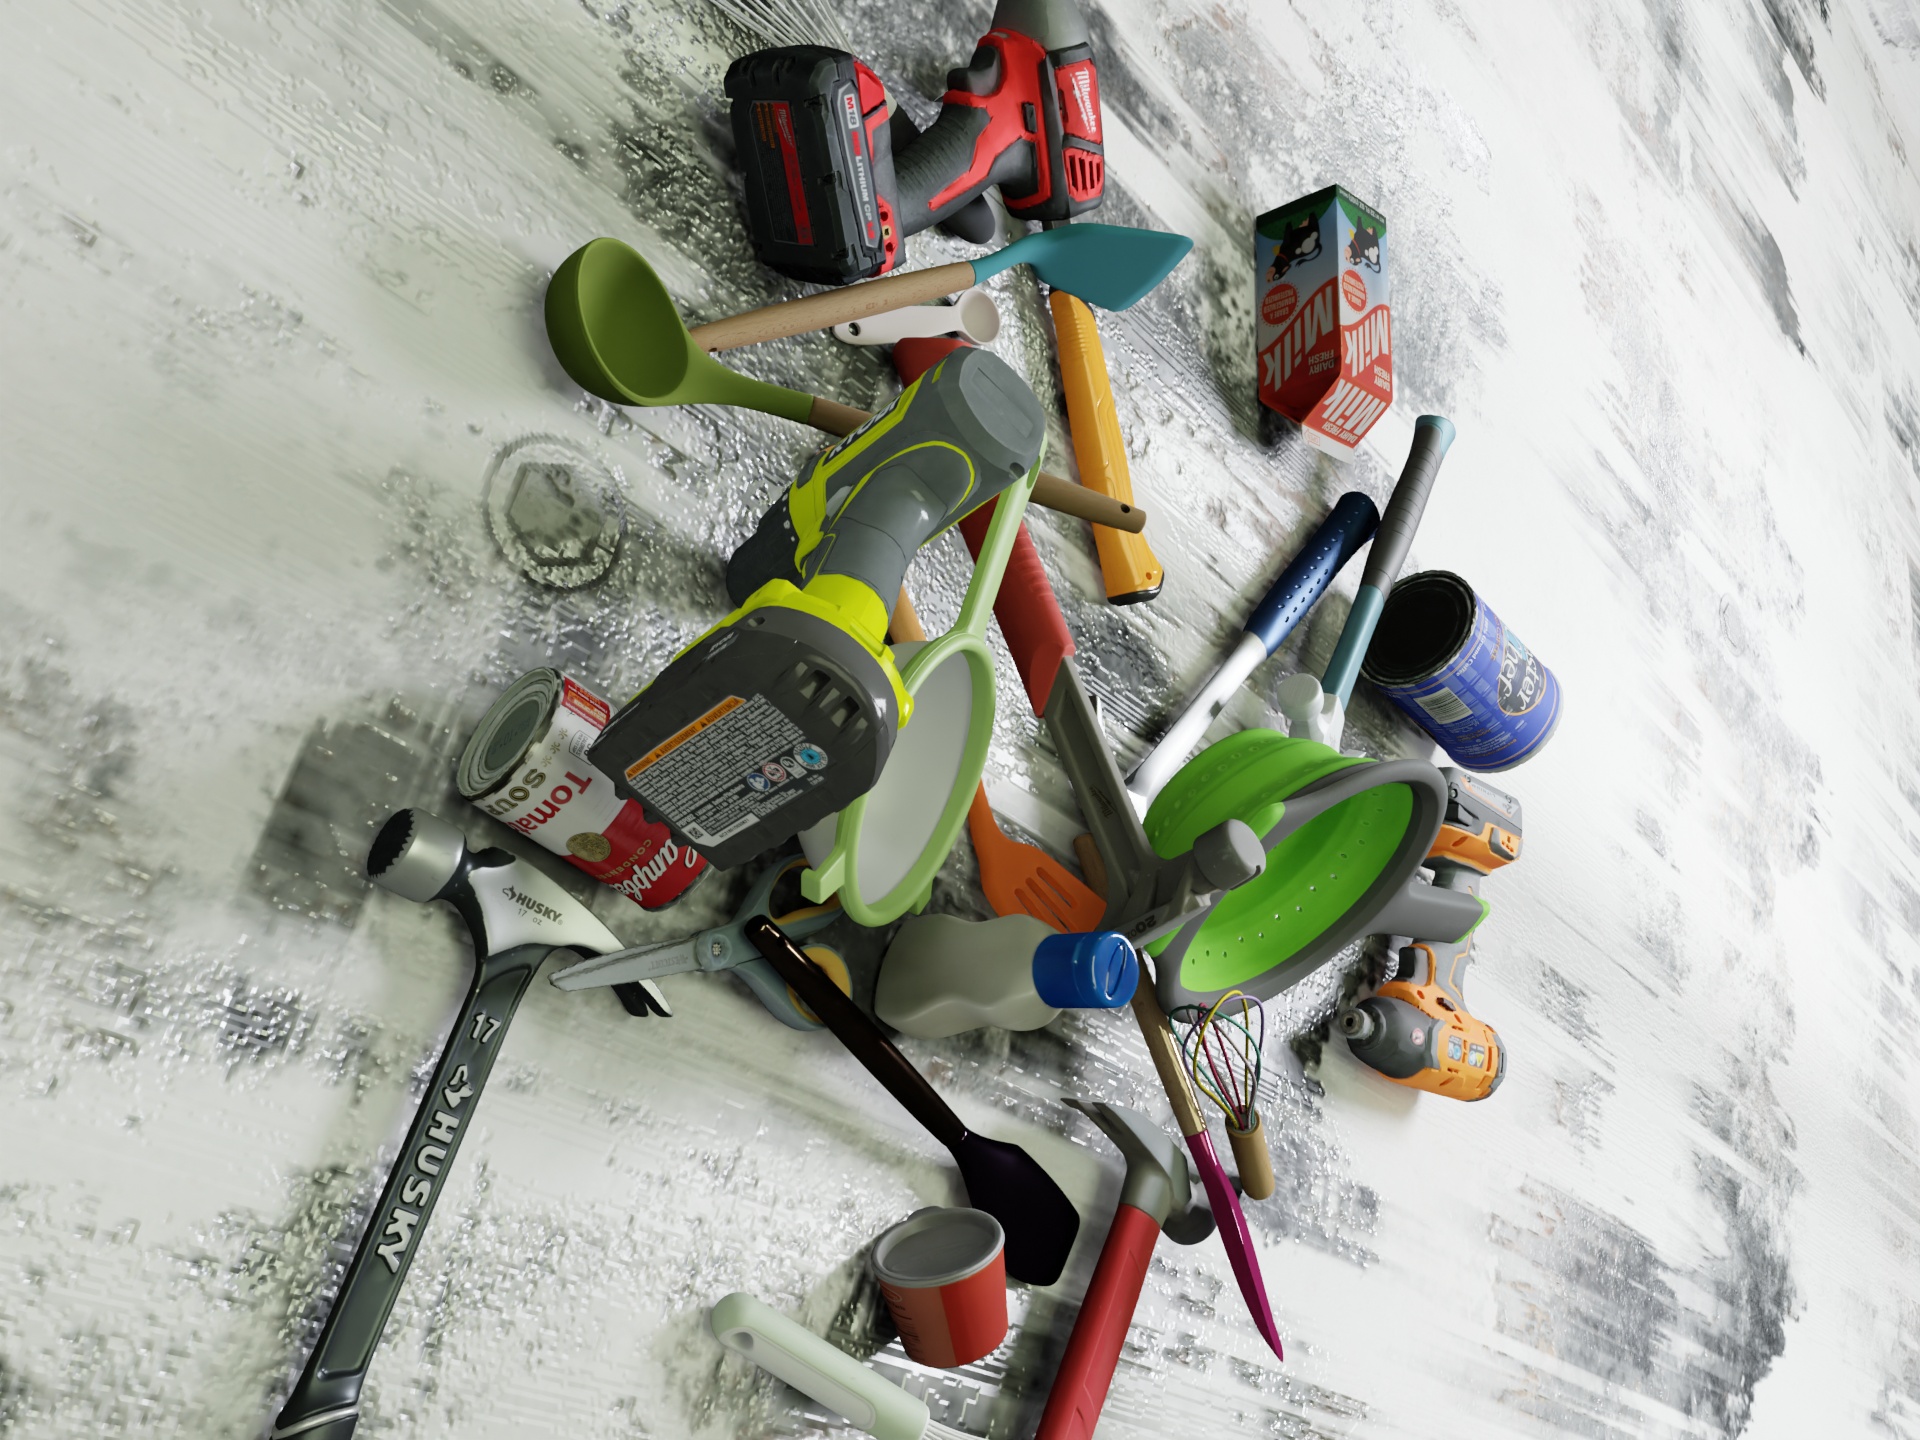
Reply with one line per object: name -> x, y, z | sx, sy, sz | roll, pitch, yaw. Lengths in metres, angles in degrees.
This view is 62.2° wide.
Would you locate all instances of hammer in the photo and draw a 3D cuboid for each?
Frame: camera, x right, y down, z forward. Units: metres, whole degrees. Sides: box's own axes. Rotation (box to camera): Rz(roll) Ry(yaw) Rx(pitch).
hammer -> 0.194, -0.050, 1.083 | 0.405, 0.035, 0.144 | -46, 114, -40
hammer -> 0.038, 0.393, 0.832 | 0.143, 0.038, 0.386 | 50, 52, -35
hammer -> 0.071, -0.237, 0.999 | 0.127, 0.034, 0.337 | -14, 92, -46
hammer -> 0.031, -0.049, 0.854 | 0.036, 0.149, 0.359 | 3, 60, -52
hammer -> -0.232, 0.246, 0.605 | 0.149, 0.036, 0.409 | 36, 59, -35
hammer -> 0.303, -0.101, 1.159 | 0.331, 0.033, 0.128 | -62, 147, -27

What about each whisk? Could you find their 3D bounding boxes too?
whisk -> -0.068, -0.361, 0.873 | 0.284, 0.070, 0.070 | 39, 57, -38
whisk -> -0.017, 0.342, 0.756 | 0.246, 0.057, 0.059 | 37, 28, -13
whisk -> 0.160, 0.229, 0.936 | 0.244, 0.051, 0.047 | 69, 25, -48

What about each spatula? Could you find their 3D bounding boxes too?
spatula -> -0.017, 0.201, 0.816 | 0.315, 0.018, 0.060 | 54, 50, -33
spatula -> -0.011, -0.233, 0.878 | 0.317, 0.082, 0.044 | -23, 85, -31
spatula -> -0.001, -0.003, 0.877 | 0.081, 0.041, 0.322 | -37, 107, -49

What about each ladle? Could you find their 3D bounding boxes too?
ladle -> -0.045, -0.151, 0.780 | 0.320, 0.062, 0.078 | 16, 59, -18

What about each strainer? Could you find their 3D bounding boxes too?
strainer -> -0.027, -0.030, 0.782 | 0.256, 0.069, 0.151 | -71, 160, -3

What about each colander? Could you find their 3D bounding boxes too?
colander -> 0.221, 0.085, 0.977 | 0.396, 0.204, 0.095 | 15, 29, -51

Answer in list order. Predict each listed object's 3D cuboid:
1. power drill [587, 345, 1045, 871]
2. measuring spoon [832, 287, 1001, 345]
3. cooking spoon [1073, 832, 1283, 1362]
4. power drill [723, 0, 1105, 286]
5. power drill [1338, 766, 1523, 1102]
power drill -> -0.067, -0.049, 0.689 | 0.080, 0.190, 0.229 | 44, 41, -19
measuring spoon -> -0.027, -0.228, 0.919 | 0.124, 0.018, 0.034 | -17, 94, -38
cooking spoon -> 0.128, 0.217, 0.933 | 0.068, 0.017, 0.319 | 24, 46, -78
power drill -> -0.011, -0.325, 0.855 | 0.219, 0.079, 0.143 | -30, 125, -33
power drill -> 0.337, 0.153, 1.157 | 0.164, 0.084, 0.227 | 22, 71, -39
